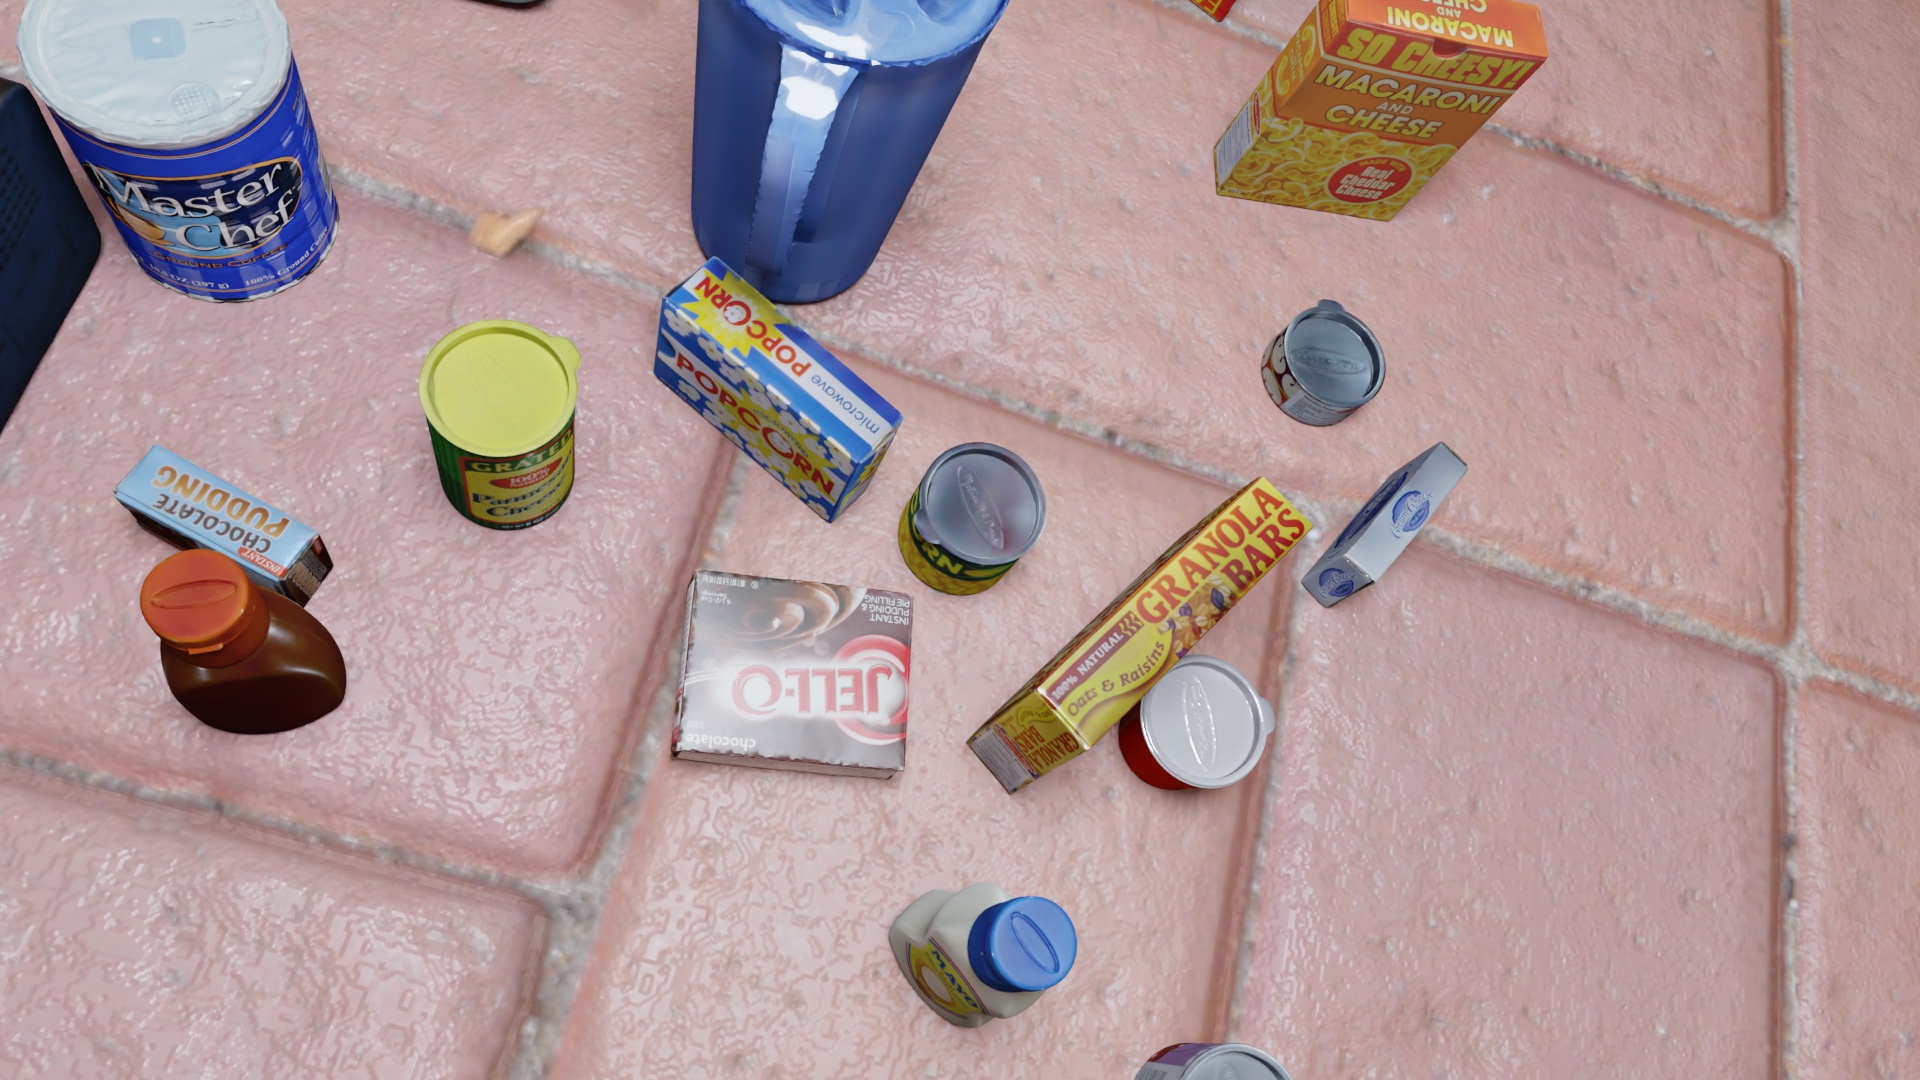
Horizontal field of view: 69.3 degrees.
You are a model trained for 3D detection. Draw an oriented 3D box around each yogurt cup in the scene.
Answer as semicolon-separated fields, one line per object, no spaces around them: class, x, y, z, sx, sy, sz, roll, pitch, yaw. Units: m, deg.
yogurt cup;0.116;0.098;0.718;0.072;0.053;0.072;5;69;-14

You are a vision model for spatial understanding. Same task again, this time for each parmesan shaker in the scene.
parmesan shaker;-0.212;-0.052;0.655;0.071;0.102;0.071;5;70;-14

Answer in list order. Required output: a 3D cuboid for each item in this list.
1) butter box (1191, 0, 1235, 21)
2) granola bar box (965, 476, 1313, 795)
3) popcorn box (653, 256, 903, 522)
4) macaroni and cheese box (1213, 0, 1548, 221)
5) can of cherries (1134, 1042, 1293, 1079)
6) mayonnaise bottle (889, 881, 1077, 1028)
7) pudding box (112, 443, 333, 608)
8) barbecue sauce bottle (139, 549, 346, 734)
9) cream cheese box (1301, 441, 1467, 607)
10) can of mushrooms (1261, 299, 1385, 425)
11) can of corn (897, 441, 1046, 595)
butter box;0.144;-0.390;0.905;0.103;0.053;0.024;37;66;0
granola bar box;0.085;0.048;0.689;0.166;0.123;0.039;-40;85;-24
popcorn box;-0.095;-0.074;0.706;0.127;0.085;0.038;40;66;1
macaroni and cheese box;0.241;-0.256;0.820;0.124;0.165;0.040;5;70;-14
can of cherries;0.121;0.272;0.653;0.071;0.058;0.072;5;69;-14
mayonnaise bottle;0.010;0.180;0.607;0.041;0.147;0.065;-35;83;-23
pudding box;-0.334;-0.005;0.634;0.084;0.049;0.030;29;66;-4
barbecue sauce bottle;-0.297;0.044;0.572;0.065;0.148;0.044;-9;74;-18
cream cheese box;0.241;-0.008;0.792;0.024;0.053;0.104;44;66;3
can of mushrooms;0.217;-0.106;0.831;0.071;0.033;0.071;5;69;-14
can of corn;0.003;-0.009;0.723;0.071;0.058;0.071;5;69;-14
